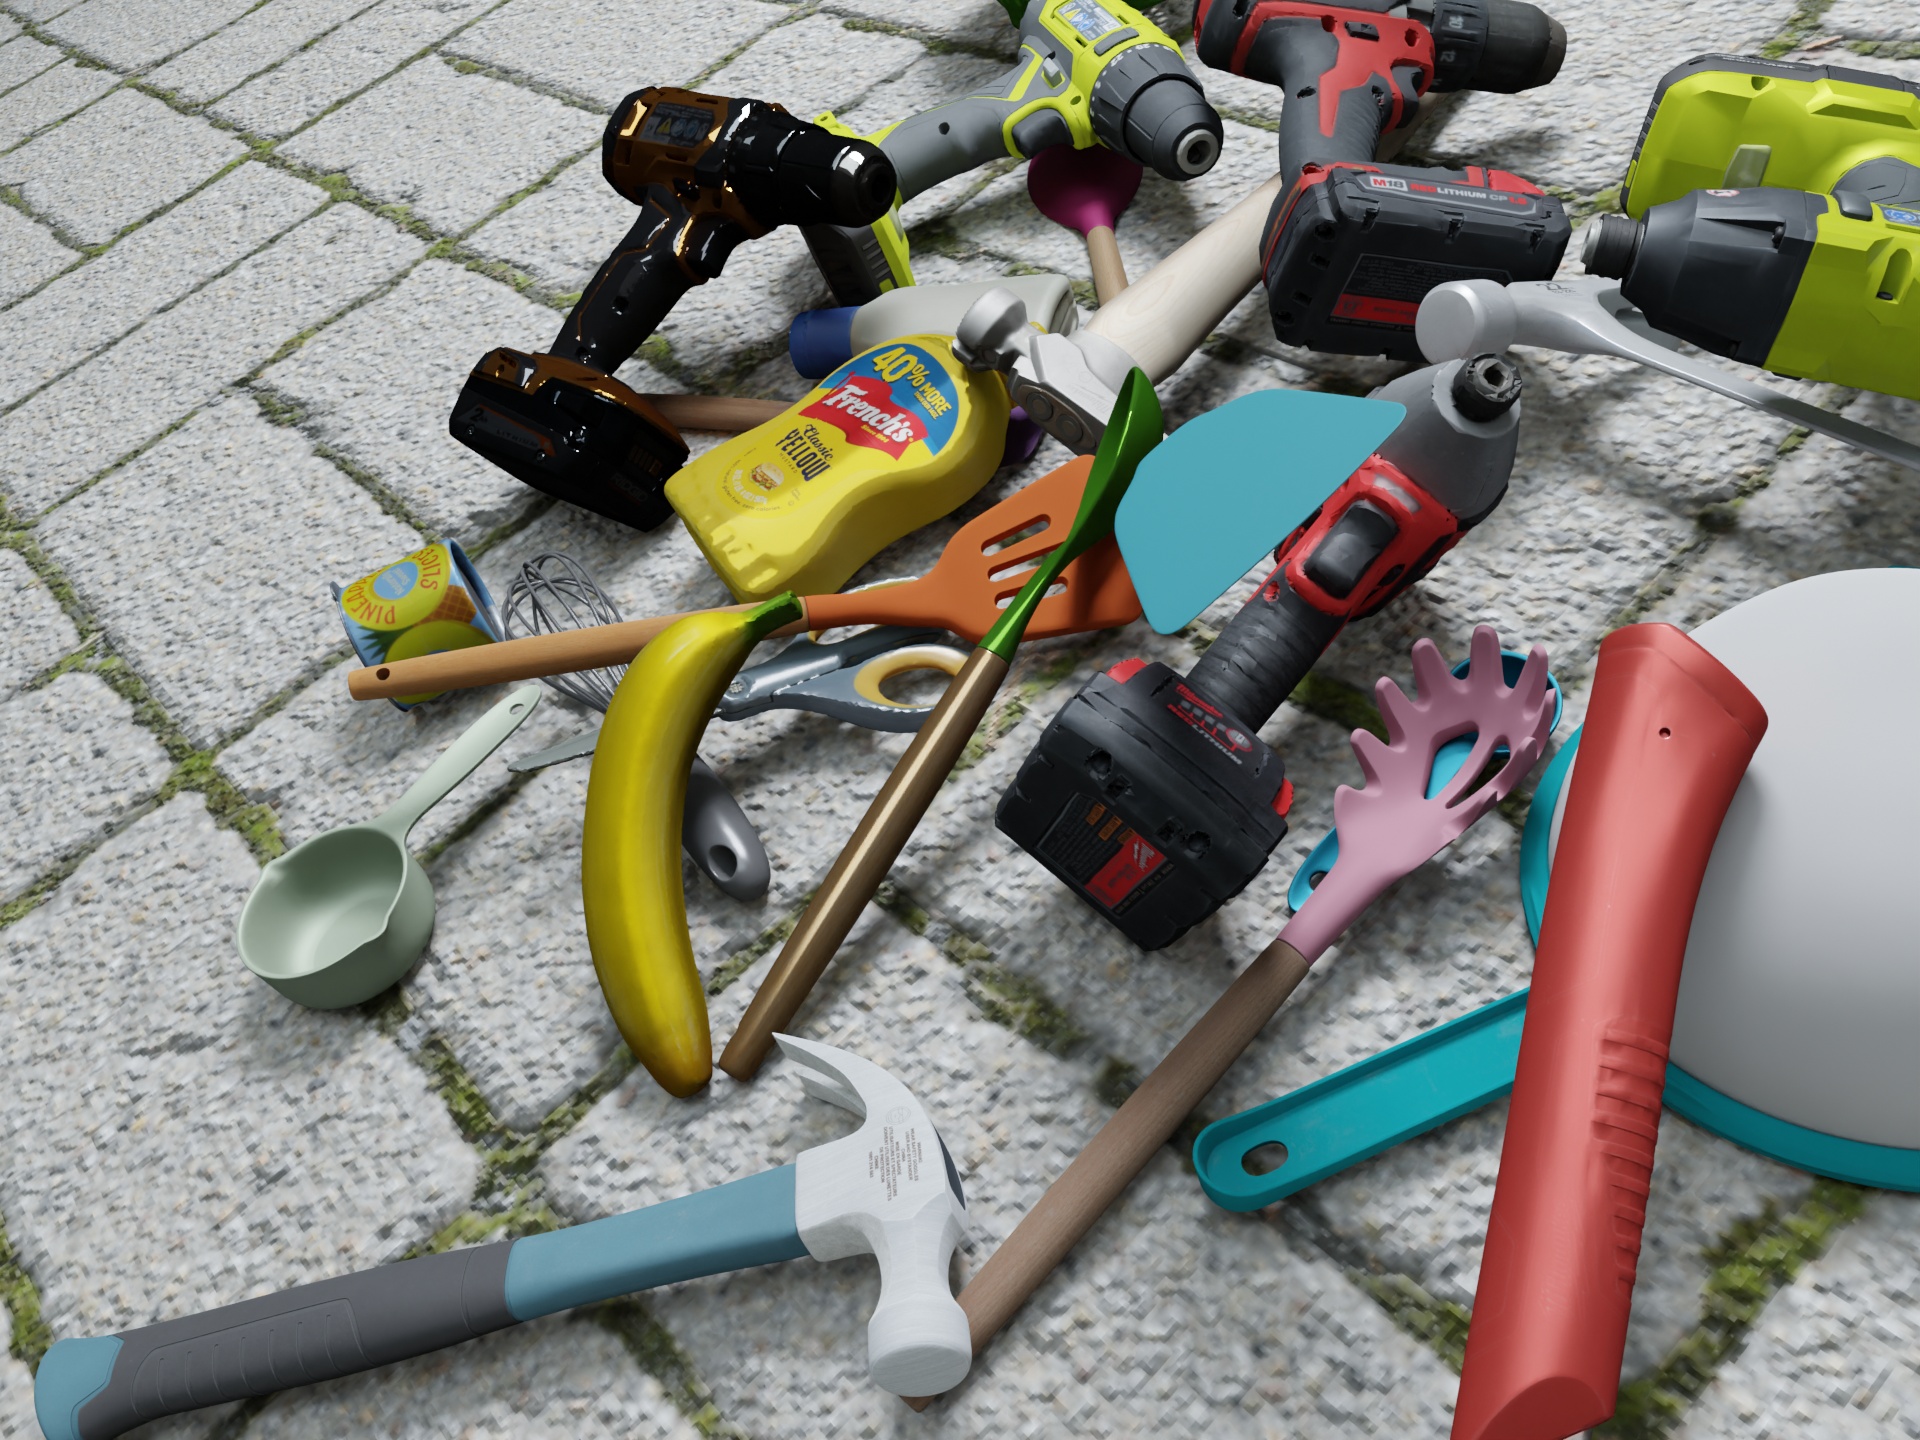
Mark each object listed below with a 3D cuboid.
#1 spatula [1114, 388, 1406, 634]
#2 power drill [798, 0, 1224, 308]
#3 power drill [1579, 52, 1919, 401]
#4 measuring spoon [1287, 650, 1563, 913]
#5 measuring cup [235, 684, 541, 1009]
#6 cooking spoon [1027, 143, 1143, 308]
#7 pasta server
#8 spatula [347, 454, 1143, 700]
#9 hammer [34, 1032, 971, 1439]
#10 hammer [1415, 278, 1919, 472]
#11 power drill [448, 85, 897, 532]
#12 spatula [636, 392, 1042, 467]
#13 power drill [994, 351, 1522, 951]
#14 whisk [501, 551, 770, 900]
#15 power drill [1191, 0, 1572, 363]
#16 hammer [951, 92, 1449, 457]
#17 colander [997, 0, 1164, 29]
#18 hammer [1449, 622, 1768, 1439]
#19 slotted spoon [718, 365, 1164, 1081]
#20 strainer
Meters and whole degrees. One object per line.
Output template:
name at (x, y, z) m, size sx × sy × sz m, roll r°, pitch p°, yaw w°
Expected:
spatula at (0.080, -0.069, 0.546) m, size 0.082 × 0.317 × 0.044 m, roll -44°, pitch 89°, yaw 5°
power drill at (0.020, -0.311, 0.874) m, size 0.228 × 0.080 × 0.191 m, roll -27°, pitch 46°, yaw 2°
power drill at (0.320, -0.186, 0.595) m, size 0.171 × 0.080 × 0.223 m, roll 15°, pitch 35°, yaw 11°
measuring spoon at (0.165, 0.027, 0.573) m, size 0.128 × 0.021 × 0.042 m, roll -43°, pitch 60°, yaw -7°
measuring cup at (-0.231, 0.053, 0.682) m, size 0.083 × 0.038 × 0.168 m, roll 18°, pitch 56°, yaw 33°
cooking spoon at (0.078, -0.245, 0.847) m, size 0.069 × 0.017 × 0.319 m, roll -14°, pitch 45°, yaw 9°
pasta server at (0.088, 0.091, 0.513) m, size 0.316 × 0.040 × 0.060 m, roll -45°, pitch 44°, yaw -15°
spatula at (-0.088, -0.045, 0.656) m, size 0.322 × 0.041 × 0.081 m, roll -10°, pitch 69°, yaw -8°
hammer at (-0.157, 0.188, 0.523) m, size 0.331 × 0.033 × 0.128 m, roll -17°, pitch 37°, yaw 9°
hammer at (0.350, -0.079, 0.531) m, size 0.144 × 0.035 × 0.406 m, roll -14°, pitch 37°, yaw -31°
power drill at (-0.142, -0.213, 0.807) m, size 0.185 × 0.084 × 0.226 m, roll 23°, pitch 83°, yaw 35°
spatula at (-0.102, -0.158, 0.837) m, size 0.316 × 0.018 × 0.060 m, roll 9°, pitch 58°, yaw 26°
power drill at (0.115, -0.033, 0.556) m, size 0.078 × 0.143 × 0.220 m, roll 40°, pitch 68°, yaw 6°
whisk at (-0.145, 0.000, 0.693) m, size 0.055 × 0.055 × 0.239 m, roll -34°, pitch 51°, yaw -11°
power drill at (0.213, -0.274, 0.744) m, size 0.188 × 0.080 × 0.227 m, roll 3°, pitch 57°, yaw -11°
hammer at (0.174, -0.252, 0.786) m, size 0.146 × 0.038 × 0.411 m, roll 38°, pitch 60°, yaw 9°
colander at (0.097, -0.539, 1.073) m, size 0.204 × 0.094 × 0.397 m, roll -4°, pitch 30°, yaw 18°
hammer at (0.139, 0.140, 0.398) m, size 0.149 × 0.036 × 0.359 m, roll 8°, pitch 69°, yaw 26°
slotted spoon at (-0.001, -0.002, 0.605) m, size 0.031 × 0.070 × 0.314 m, roll 32°, pitch 78°, yaw -1°
strainer at (0.220, 0.049, 0.472) m, size 0.340 × 0.095 × 0.211 m, roll -24°, pitch 46°, yaw -3°
